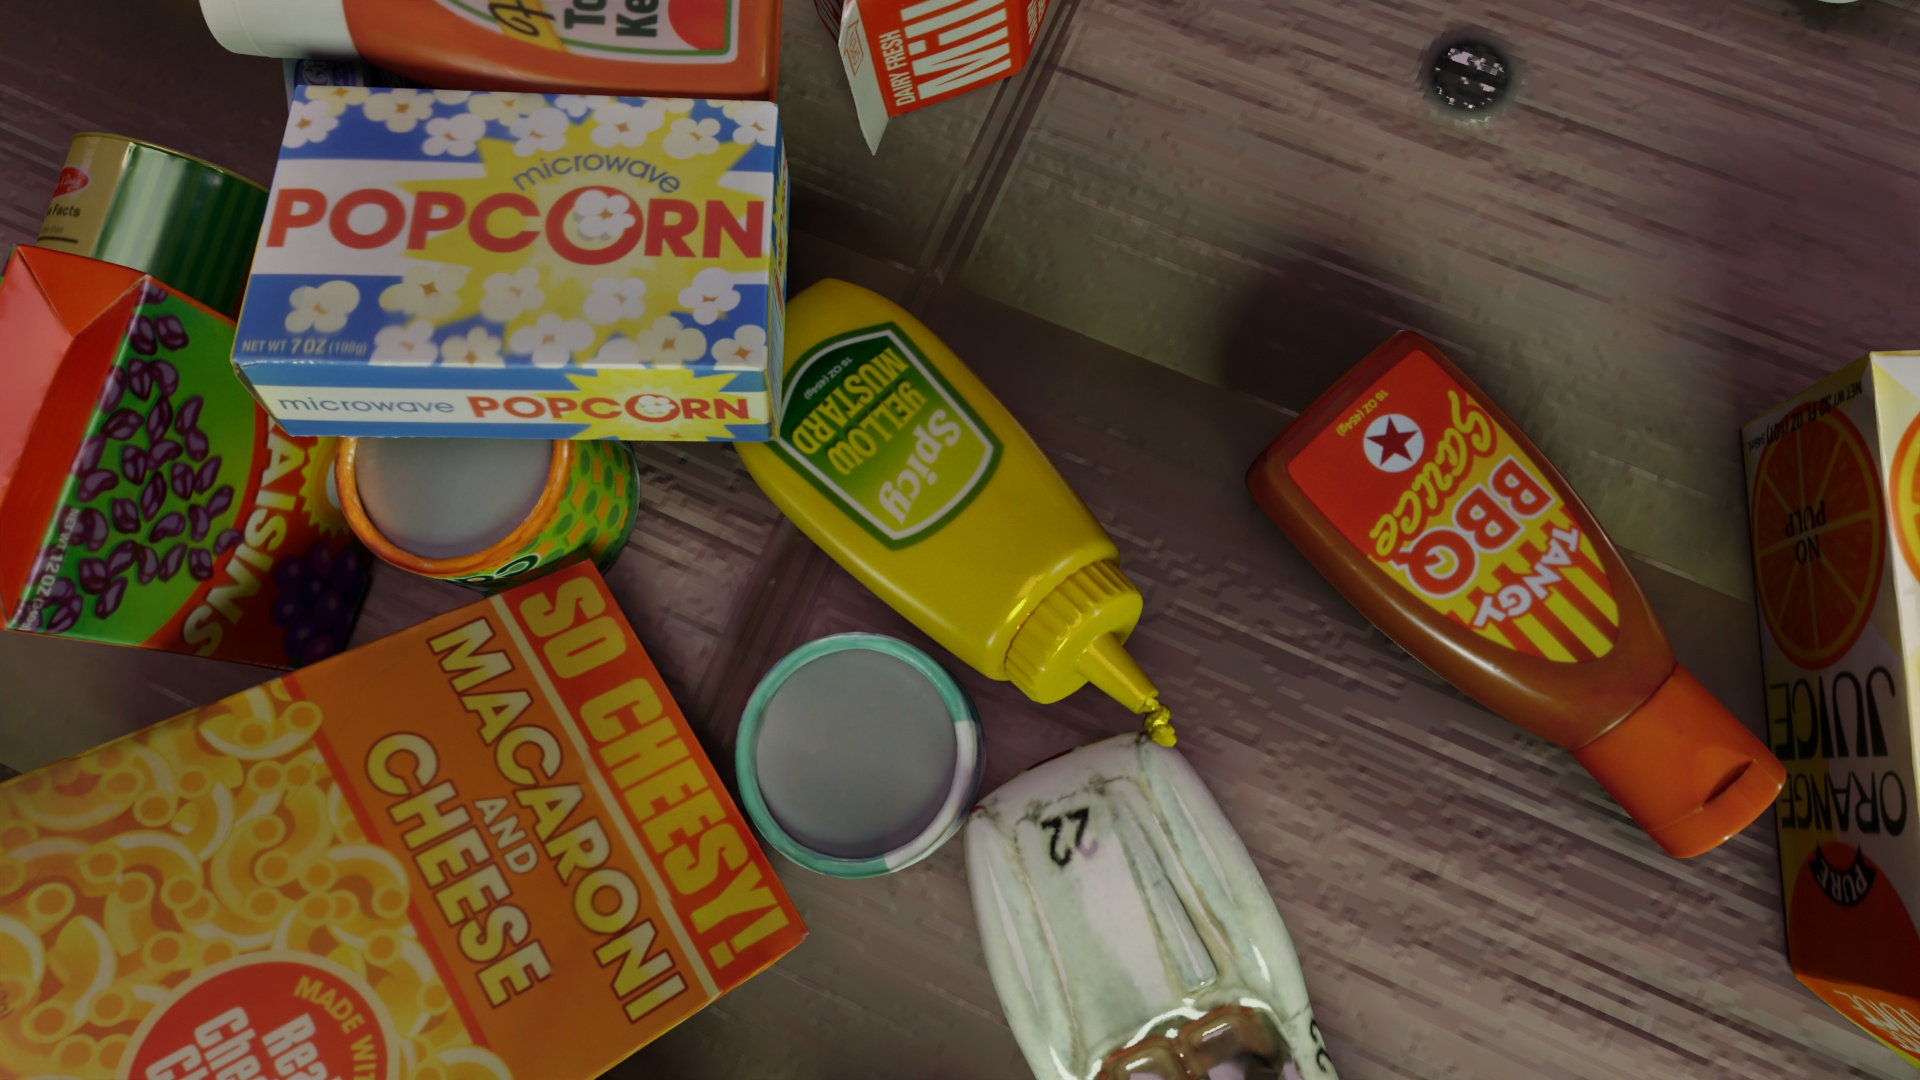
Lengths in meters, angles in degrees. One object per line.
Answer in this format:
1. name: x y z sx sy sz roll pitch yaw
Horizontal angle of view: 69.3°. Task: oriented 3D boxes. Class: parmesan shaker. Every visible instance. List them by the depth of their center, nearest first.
1. parmesan shaker: -0.242 -0.058 0.410 0.071 0.071 0.103 13 82 8

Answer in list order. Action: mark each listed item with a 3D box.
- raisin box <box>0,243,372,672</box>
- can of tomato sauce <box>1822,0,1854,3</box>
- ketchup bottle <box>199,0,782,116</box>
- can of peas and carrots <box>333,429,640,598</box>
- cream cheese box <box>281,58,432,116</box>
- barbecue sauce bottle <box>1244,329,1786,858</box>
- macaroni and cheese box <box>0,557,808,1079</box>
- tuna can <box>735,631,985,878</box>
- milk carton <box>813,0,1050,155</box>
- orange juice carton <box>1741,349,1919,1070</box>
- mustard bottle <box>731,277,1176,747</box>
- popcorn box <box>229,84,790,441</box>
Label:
1. raisin box: -0.202 -0.014 0.367 0.040 0.123 0.086 14 81 9
2. can of tomato sauce: 0.275 -0.198 0.387 0.083 0.071 0.071 -28 78 1
3. ketchup bottle: -0.125 -0.147 0.380 0.149 0.043 0.065 2 76 -3
4. can of peas and carrots: -0.133 -0.016 0.394 0.071 0.058 0.071 -1 79 6
5. cream cheese box: -0.179 -0.125 0.422 0.024 0.053 0.104 -14 78 5
6. barbecue sauce bottle: 0.148 0.016 0.370 0.065 0.043 0.149 -41 79 -4
7. macaroni and cheese box: -0.140 0.090 0.340 0.167 0.040 0.124 -25 76 -36
8. tuna can: -0.029 0.058 0.383 0.071 0.033 0.071 -1 79 5
9. milk carton: 0.002 -0.213 0.412 0.073 0.072 0.191 19 82 8
10. orange juice carton: 0.250 0.055 0.338 0.073 0.071 0.193 0 79 6
11. mustard bottle: 0.001 -0.005 0.371 0.065 0.048 0.160 -44 66 -5
12. popcorn box: -0.109 -0.071 0.358 0.127 0.038 0.085 1 64 -4
